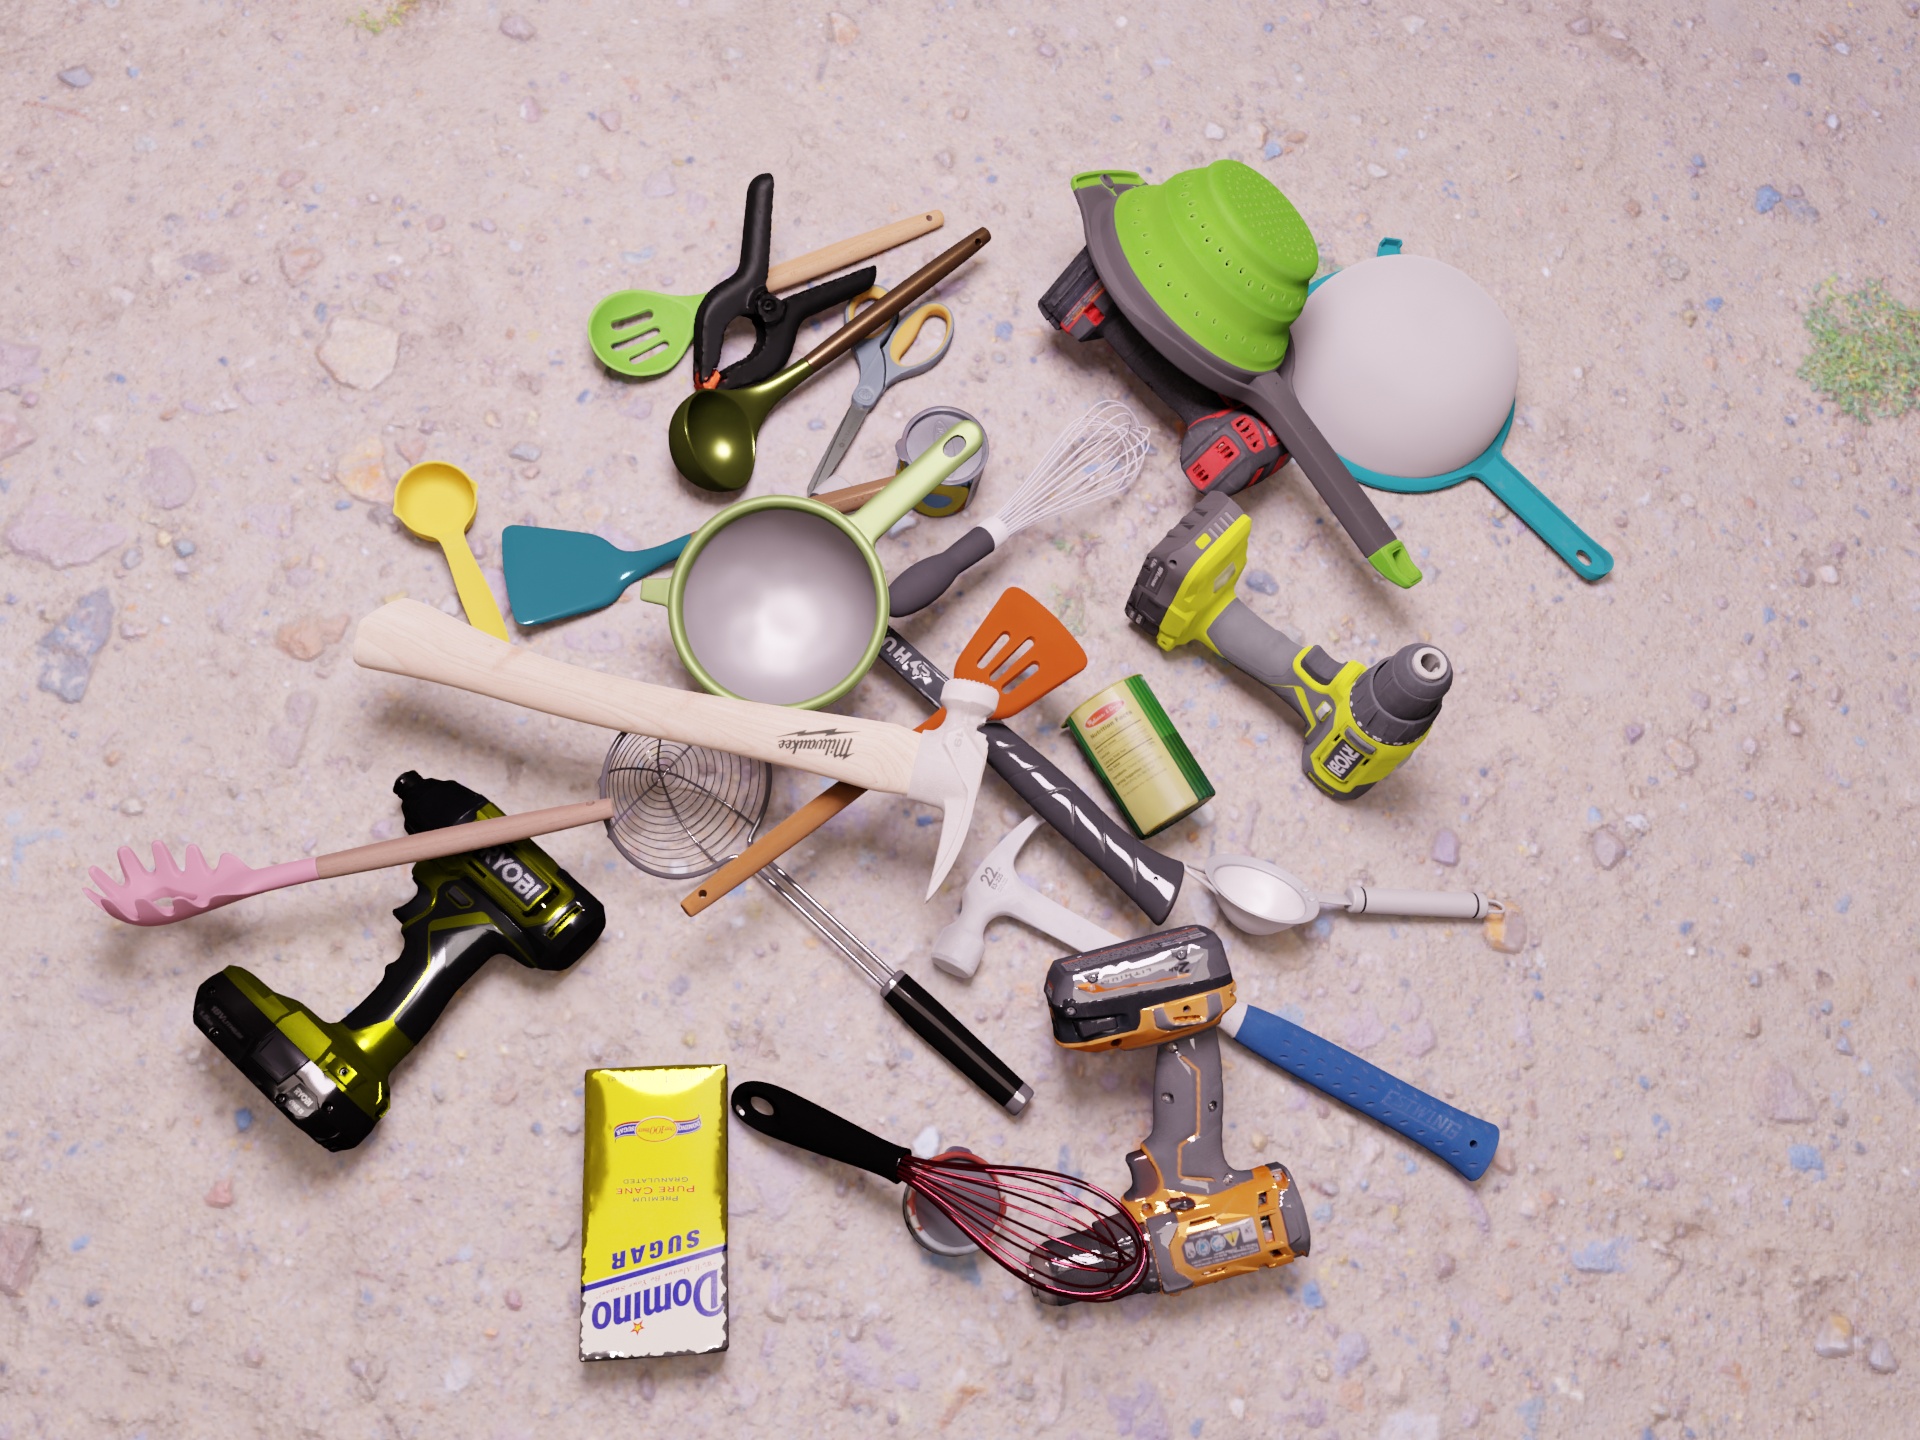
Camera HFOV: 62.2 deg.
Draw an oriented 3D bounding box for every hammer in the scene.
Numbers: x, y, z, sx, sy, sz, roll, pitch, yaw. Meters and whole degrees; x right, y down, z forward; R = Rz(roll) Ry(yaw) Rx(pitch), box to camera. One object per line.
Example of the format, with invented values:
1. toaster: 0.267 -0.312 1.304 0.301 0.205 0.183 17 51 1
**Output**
1. hammer: -0.002 -0.004 1.130 0.409 0.036 0.149 42 73 15
2. hammer: -0.189 0.005 1.026 0.410 0.038 0.146 13 77 0
3. hammer: 0.189 0.199 1.112 0.405 0.035 0.144 28 70 2

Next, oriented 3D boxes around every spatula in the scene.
1. spatula: -0.171 -0.138 1.151 0.317 0.044 0.082 -15 69 3
2. spatula: -0.055 0.027 1.067 0.322 0.041 0.081 -37 74 -22

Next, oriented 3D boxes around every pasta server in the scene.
1. pasta server: -0.379 0.082 1.004 0.316 0.040 0.060 -11 34 -9

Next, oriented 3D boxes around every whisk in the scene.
1. whisk: 0.045 -0.153 1.178 0.070 0.070 0.284 46 60 8
2. whisk: -0.019 0.288 1.003 0.296 0.073 0.073 17 68 22

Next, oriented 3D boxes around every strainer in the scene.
1. strainer: 0.407 -0.251 1.268 0.211 0.095 0.340 -40 79 -19
2. strainer: 0.277 0.131 1.147 0.258 0.050 0.087 4 27 -12
3. strainer: -0.082 -0.111 1.098 0.256 0.069 0.151 -42 85 -1

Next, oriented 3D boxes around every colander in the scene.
1. colander: 0.243 -0.279 1.174 0.204 0.094 0.397 -27 80 -50

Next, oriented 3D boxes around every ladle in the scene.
1. ladle: -0.091 -0.285 1.213 0.320 0.062 0.078 -40 120 -15

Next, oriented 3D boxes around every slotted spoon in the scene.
1. slotted spoon: -0.148 -0.346 1.257 0.314 0.031 0.070 -27 91 -18

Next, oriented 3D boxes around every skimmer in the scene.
1. skimmer: -0.088 0.131 1.066 0.363 0.090 0.127 41 70 7

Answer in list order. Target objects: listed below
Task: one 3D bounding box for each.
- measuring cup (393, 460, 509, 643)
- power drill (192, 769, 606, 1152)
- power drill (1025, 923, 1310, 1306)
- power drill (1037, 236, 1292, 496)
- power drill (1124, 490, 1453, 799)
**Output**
1. measuring cup: -0.360 -0.112 1.151 0.062 0.029 0.156 -22 87 -15
2. power drill: -0.367 0.148 1.030 0.171 0.080 0.223 40 67 11
3. power drill: 0.115 0.265 1.039 0.185 0.084 0.226 -14 91 -4
4. power drill: 0.175 -0.276 1.238 0.220 0.078 0.143 52 39 7
5. power drill: 0.236 -0.055 1.129 0.228 0.190 0.080 41 71 11
